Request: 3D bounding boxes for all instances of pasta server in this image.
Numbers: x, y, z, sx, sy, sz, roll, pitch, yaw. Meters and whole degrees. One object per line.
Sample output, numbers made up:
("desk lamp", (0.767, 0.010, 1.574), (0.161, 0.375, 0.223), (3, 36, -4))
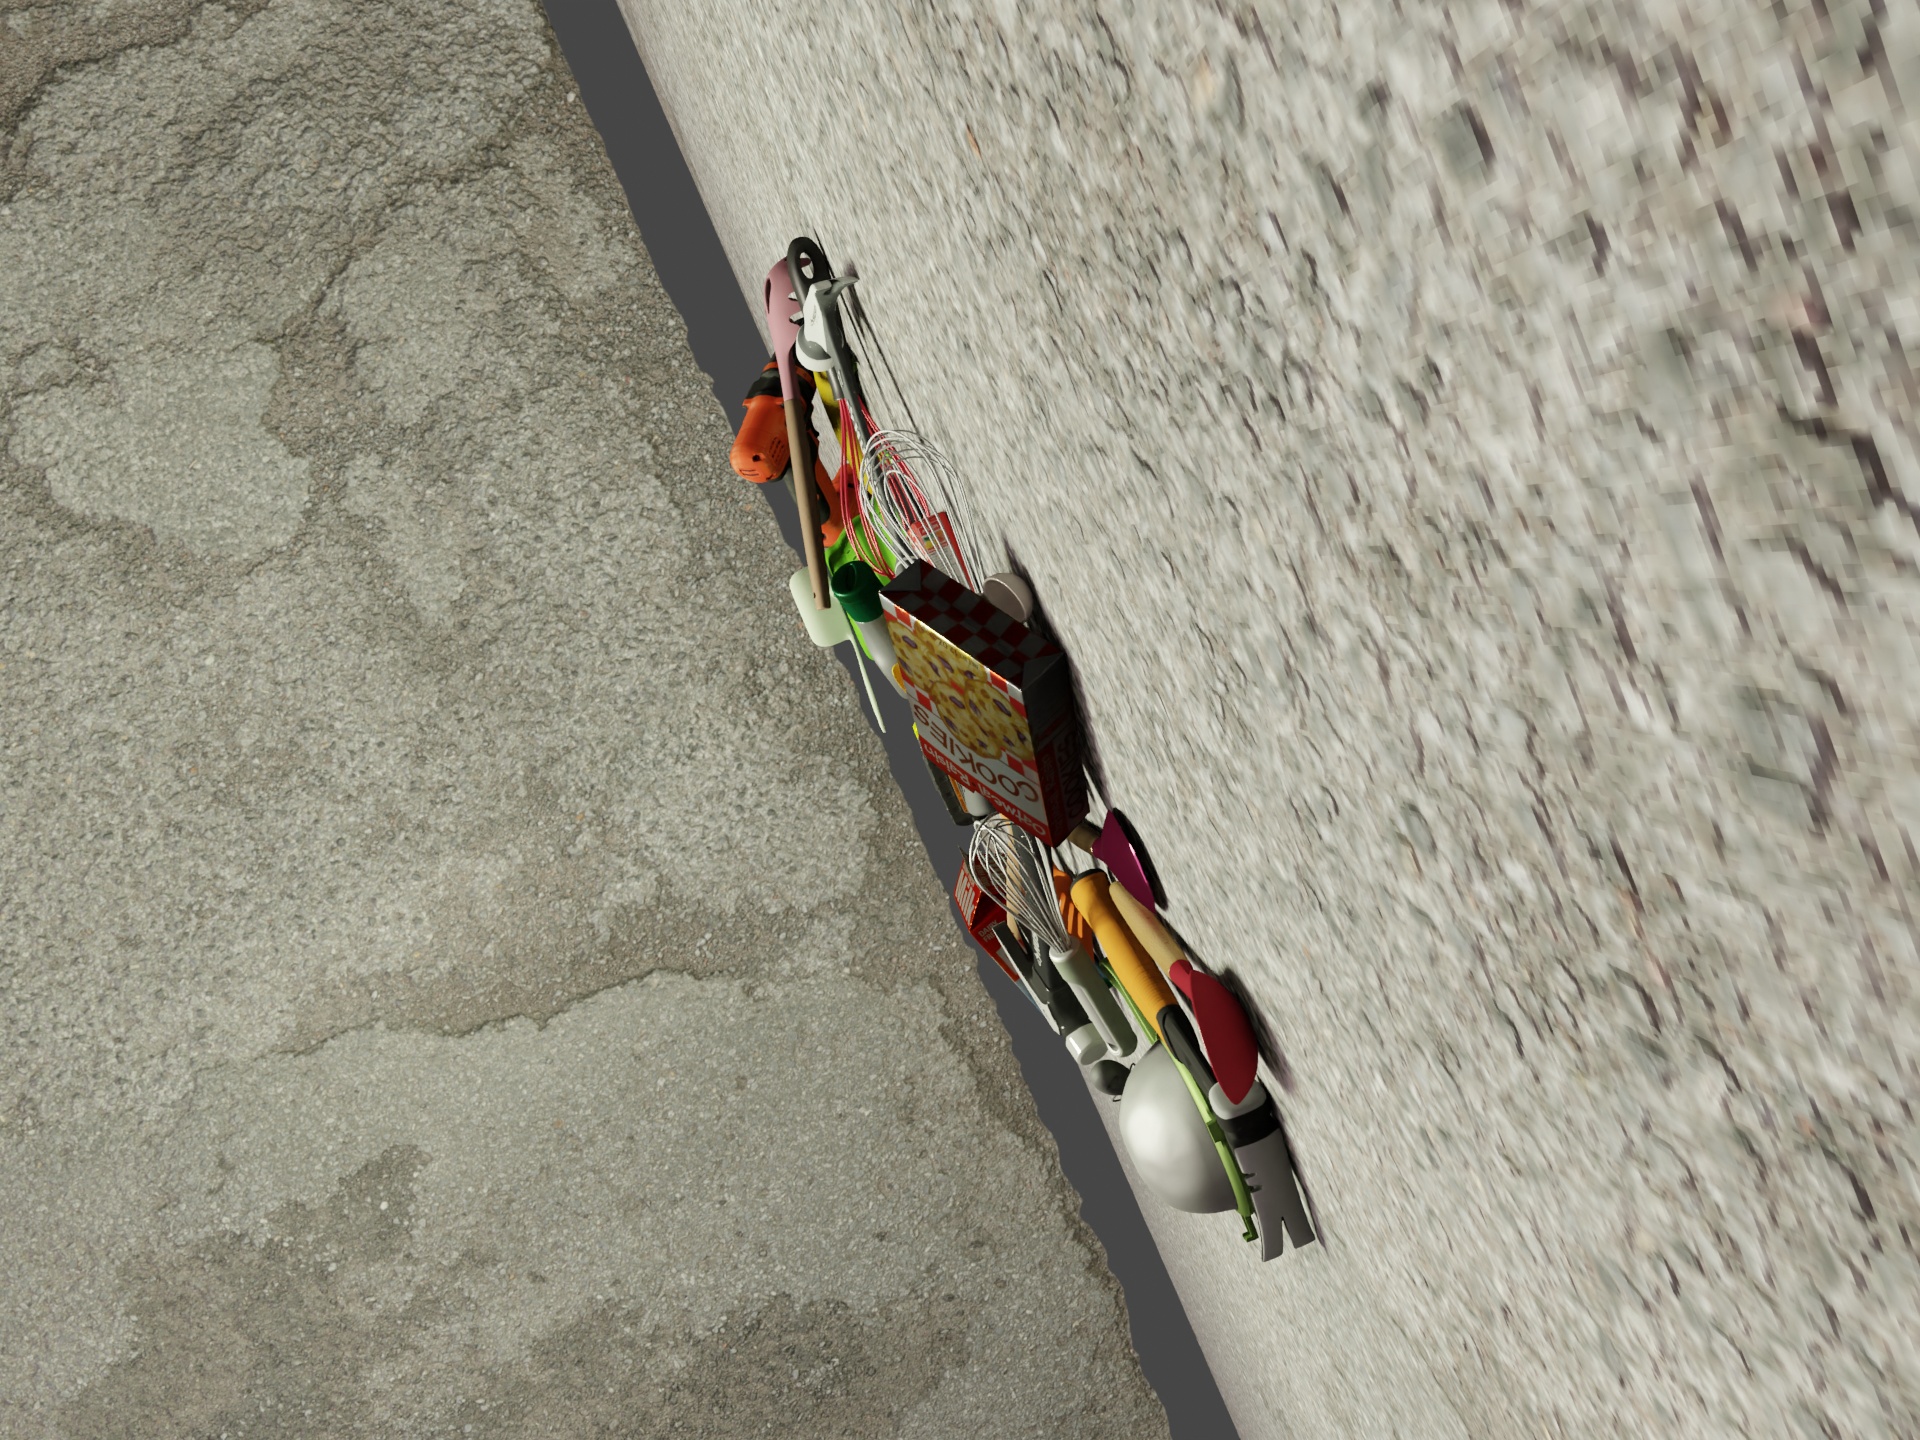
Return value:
("pasta server", (-0.136, -0.254, 1.395), (0.060, 0.040, 0.316), (169, 92, -72))

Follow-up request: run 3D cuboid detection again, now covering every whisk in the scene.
("whisk", (0.142, 0.316, 1.373), (0.055, 0.055, 0.238), (65, -173, 22))
("whisk", (-0.085, -0.243, 1.286), (0.073, 0.073, 0.295), (-127, 19, -75))
("whisk", (0.071, 0.159, 1.146), (0.058, 0.059, 0.246), (14, 142, 52))
("whisk", (0.014, -0.062, 1.045), (0.284, 0.070, 0.070), (62, 178, -12))

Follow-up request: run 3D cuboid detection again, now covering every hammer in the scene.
("hammer", (0.137, 0.197, 1.038), (0.337, 0.034, 0.127), (-120, 8, -63))
("hammer", (-0.041, -0.127, 1.143), (0.149, 0.036, 0.409), (125, 127, -76))
("hammer", (0.059, 0.131, 1.250), (0.146, 0.035, 0.334), (54, 163, 40))

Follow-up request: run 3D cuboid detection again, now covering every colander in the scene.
("colander", (-0.030, -0.046, 1.447), (0.204, 0.094, 0.397), (-132, 19, -80))

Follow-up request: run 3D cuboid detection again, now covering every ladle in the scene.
("ladle", (0.123, 0.142, 0.937), (0.315, 0.031, 0.069), (-121, 8, -79))

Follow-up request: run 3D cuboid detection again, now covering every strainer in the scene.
("strainer", (0.142, 0.282, 1.234), (0.257, 0.069, 0.151), (-120, 7, -51))

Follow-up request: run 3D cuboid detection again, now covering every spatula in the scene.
("spatula", (0.069, 0.136, 1.523), (0.081, 0.041, 0.323), (49, -179, -23))
("spatula", (0.042, 0.109, 1.346), (0.082, 0.044, 0.317), (28, 148, 21))

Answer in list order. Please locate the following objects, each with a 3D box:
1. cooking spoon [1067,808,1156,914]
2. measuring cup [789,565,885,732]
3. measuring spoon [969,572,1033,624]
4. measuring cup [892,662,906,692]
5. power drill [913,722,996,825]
("cooking spoon", (0.092, 0.085, 1.086), (0.319, 0.017, 0.069), (-159, 45, -85))
("measuring cup", (-0.112, -0.062, 1.437), (0.083, 0.038, 0.167), (105, 144, -85))
("measuring spoon", (0.011, -0.075, 0.972), (0.034, 0.018, 0.124), (54, 159, -17))
("measuring cup", (-0.002, -0.004, 1.290), (0.156, 0.062, 0.029), (41, -165, -29))
("power drill", (-0.007, 0.007, 1.650), (0.229, 0.080, 0.190), (-114, 2, -58))
